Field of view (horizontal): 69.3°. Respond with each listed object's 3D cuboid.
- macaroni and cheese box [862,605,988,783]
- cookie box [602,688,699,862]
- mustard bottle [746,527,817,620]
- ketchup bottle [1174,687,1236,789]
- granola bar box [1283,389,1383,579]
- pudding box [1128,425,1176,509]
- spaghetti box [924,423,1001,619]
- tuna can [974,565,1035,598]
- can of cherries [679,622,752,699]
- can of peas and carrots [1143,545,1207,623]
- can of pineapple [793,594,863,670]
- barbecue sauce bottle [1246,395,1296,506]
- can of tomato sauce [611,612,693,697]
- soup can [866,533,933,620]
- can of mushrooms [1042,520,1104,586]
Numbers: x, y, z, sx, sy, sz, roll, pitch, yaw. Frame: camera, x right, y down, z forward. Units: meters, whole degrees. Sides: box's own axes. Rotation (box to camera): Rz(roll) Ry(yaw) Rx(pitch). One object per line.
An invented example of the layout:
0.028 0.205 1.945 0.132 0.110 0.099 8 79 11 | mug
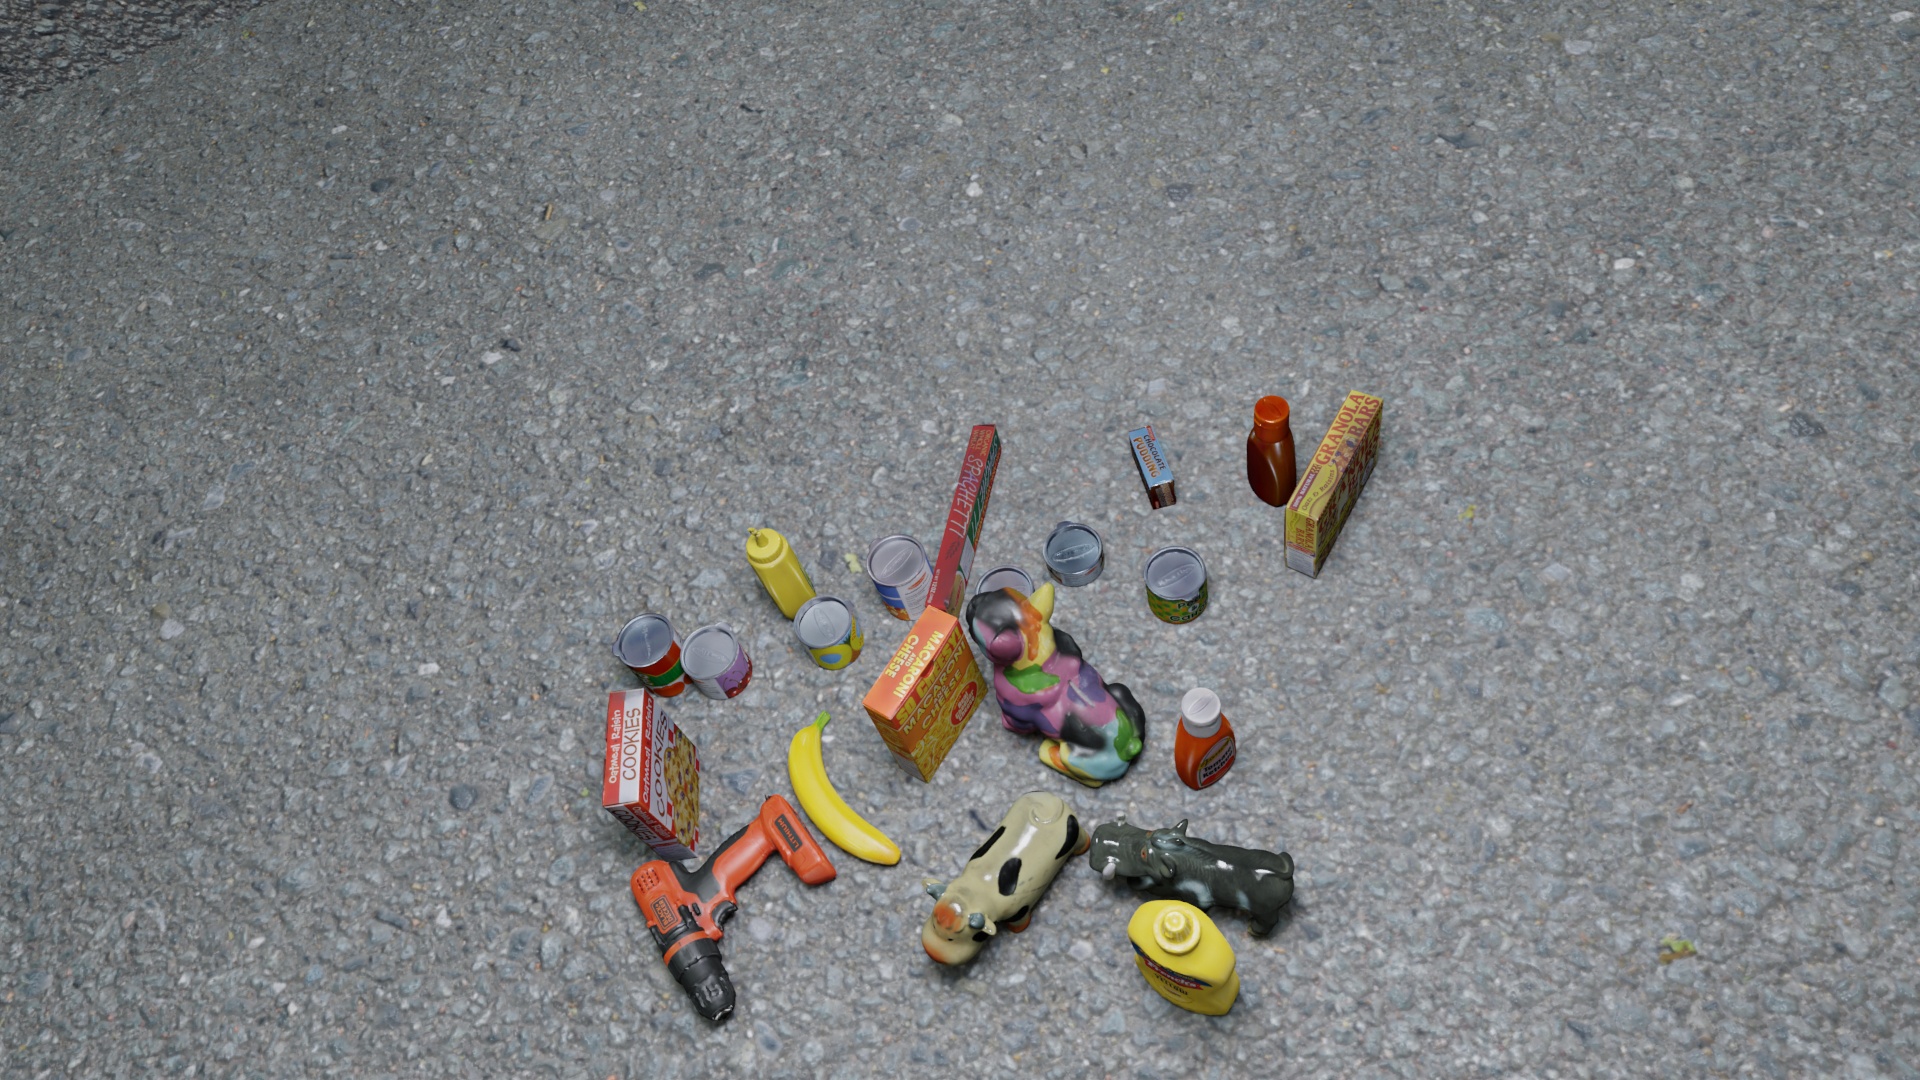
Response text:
-0.032 0.159 1.414 0.040 0.165 0.124 24 67 25 | macaroni and cheese box
-0.315 0.242 1.424 0.040 0.166 0.123 -10 57 6 | cookie box
-0.202 0.029 1.537 0.049 0.159 0.065 -31 57 -7 | mustard bottle
0.235 0.189 1.347 0.065 0.148 0.043 -38 59 -12 | ketchup bottle
0.397 -0.060 1.481 0.039 0.123 0.166 23 66 24 | granola bar box
0.218 -0.083 1.579 0.030 0.049 0.084 -17 57 2 | pudding box
0.006 -0.020 1.587 0.029 0.050 0.251 6 60 16 | spaghetti box
0.052 0.065 1.534 0.071 0.032 0.071 -6 58 9 | tuna can
-0.269 0.134 1.546 0.071 0.058 0.072 -6 58 9 | can of cherries
0.233 0.050 1.488 0.071 0.058 0.071 -6 58 9 | can of peas and carrots
-0.143 0.102 1.539 0.071 0.057 0.071 -6 58 9 | can of pineapple
0.337 -0.099 1.504 0.044 0.148 0.065 -30 57 -6 | barbecue sauce bottle
-0.339 0.130 1.550 0.071 0.082 0.071 -6 58 9 | can of tomato sauce
-0.064 0.040 1.545 0.071 0.083 0.071 -6 58 9 | soup can
0.126 0.015 1.548 0.071 0.033 0.071 -6 58 9 | can of mushrooms
